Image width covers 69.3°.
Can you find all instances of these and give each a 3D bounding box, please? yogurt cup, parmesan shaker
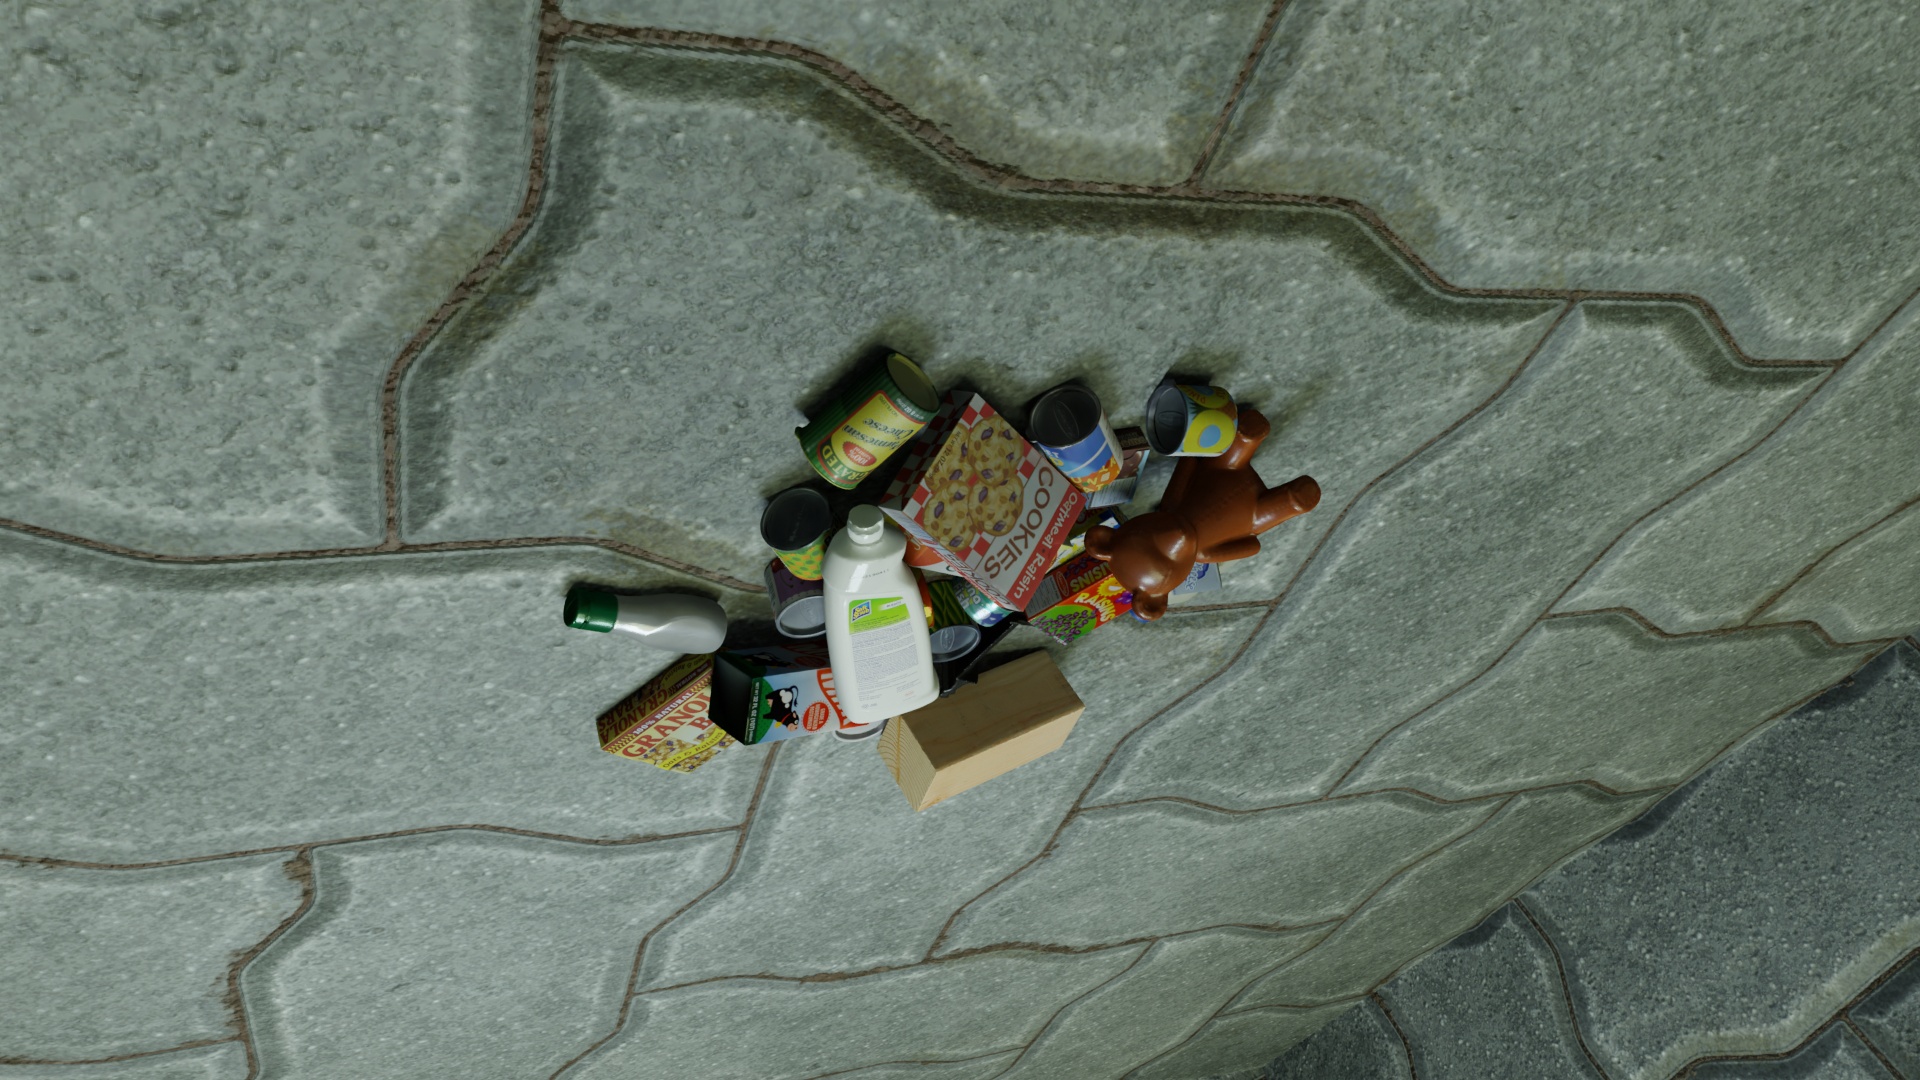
[{"bbox_3d":[-0.113,0.179,1.511,0.072,0.054,0.072,-14,145,-10],"label":"yogurt cup"},{"bbox_3d":[-0.076,-0.100,1.140,0.102,0.071,0.071,-39,141,25],"label":"parmesan shaker"}]

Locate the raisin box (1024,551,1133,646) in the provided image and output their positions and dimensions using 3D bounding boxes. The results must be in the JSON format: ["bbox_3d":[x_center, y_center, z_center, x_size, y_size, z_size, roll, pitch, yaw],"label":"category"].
[{"bbox_3d":[0.132,0.051,1.408,0.123,0.040,0.086,-30,145,17],"label":"raisin box"}]

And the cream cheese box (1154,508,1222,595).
[{"bbox_3d":[0.237,0.010,1.444,0.053,0.024,0.103,-10,124,13],"label":"cream cheese box"}]

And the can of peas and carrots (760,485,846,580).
[{"bbox_3d":[-0.134,-0.006,1.236,0.071,0.071,0.058,-23,146,4],"label":"can of peas and carrots"}]

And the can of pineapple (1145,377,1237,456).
[{"bbox_3d":[0.212,-0.112,1.272,0.058,0.071,0.070,-1,141,-27],"label":"can of pineapple"}]

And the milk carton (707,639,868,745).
[{"bbox_3d":[-0.151,0.147,1.395,0.191,0.073,0.072,-3,108,-41],"label":"milk carton"}]

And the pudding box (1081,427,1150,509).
[{"bbox_3d":[0.147,-0.068,1.328,0.050,0.030,0.083,-8,144,-15],"label":"pudding box"}]

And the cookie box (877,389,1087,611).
[{"bbox_3d":[0.024,-0.032,1.210,0.167,0.040,0.123,41,73,-35],"label":"cookie box"}]

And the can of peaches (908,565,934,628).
[{"bbox_3d":[-0.062,0.059,1.364,0.058,0.071,0.071,-13,145,-10],"label":"can of peaches"}]

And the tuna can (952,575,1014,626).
[{"bbox_3d":[0.023,0.051,1.395,0.032,0.071,0.071,-37,142,23],"label":"tuna can"}]

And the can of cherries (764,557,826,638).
[{"bbox_3d":[-0.145,0.050,1.315,0.071,0.058,0.071,-13,144,-10],"label":"can of cherries"}]

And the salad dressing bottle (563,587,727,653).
[{"bbox_3d":[-0.291,0.072,1.286,0.148,0.044,0.064,13,136,-37],"label":"salad dressing bottle"}]

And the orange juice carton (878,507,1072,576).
[{"bbox_3d":[0.005,-0.016,1.289,0.193,0.073,0.071,13,133,-38],"label":"orange juice carton"}]

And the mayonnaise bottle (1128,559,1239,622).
[{"bbox_3d":[0.241,0.034,1.508,0.065,0.041,0.147,22,129,-34],"label":"mayonnaise bottle"}]

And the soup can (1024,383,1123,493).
[{"bbox_3d":[0.102,-0.089,1.245,0.071,0.071,0.083,-25,145,7],"label":"soup can"}]

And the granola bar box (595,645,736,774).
[{"bbox_3d":[-0.274,0.177,1.440,0.165,0.039,0.124,-36,142,20],"label":"granola bar box"}]

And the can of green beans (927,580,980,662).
[{"bbox_3d":[-0.019,0.083,1.425,0.071,0.058,0.071,-14,145,-10],"label":"can of green beans"}]

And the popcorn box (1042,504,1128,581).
[{"bbox_3d":[0.109,0.009,1.407,0.126,0.038,0.085,-30,145,13],"label":"popcorn box"}]
